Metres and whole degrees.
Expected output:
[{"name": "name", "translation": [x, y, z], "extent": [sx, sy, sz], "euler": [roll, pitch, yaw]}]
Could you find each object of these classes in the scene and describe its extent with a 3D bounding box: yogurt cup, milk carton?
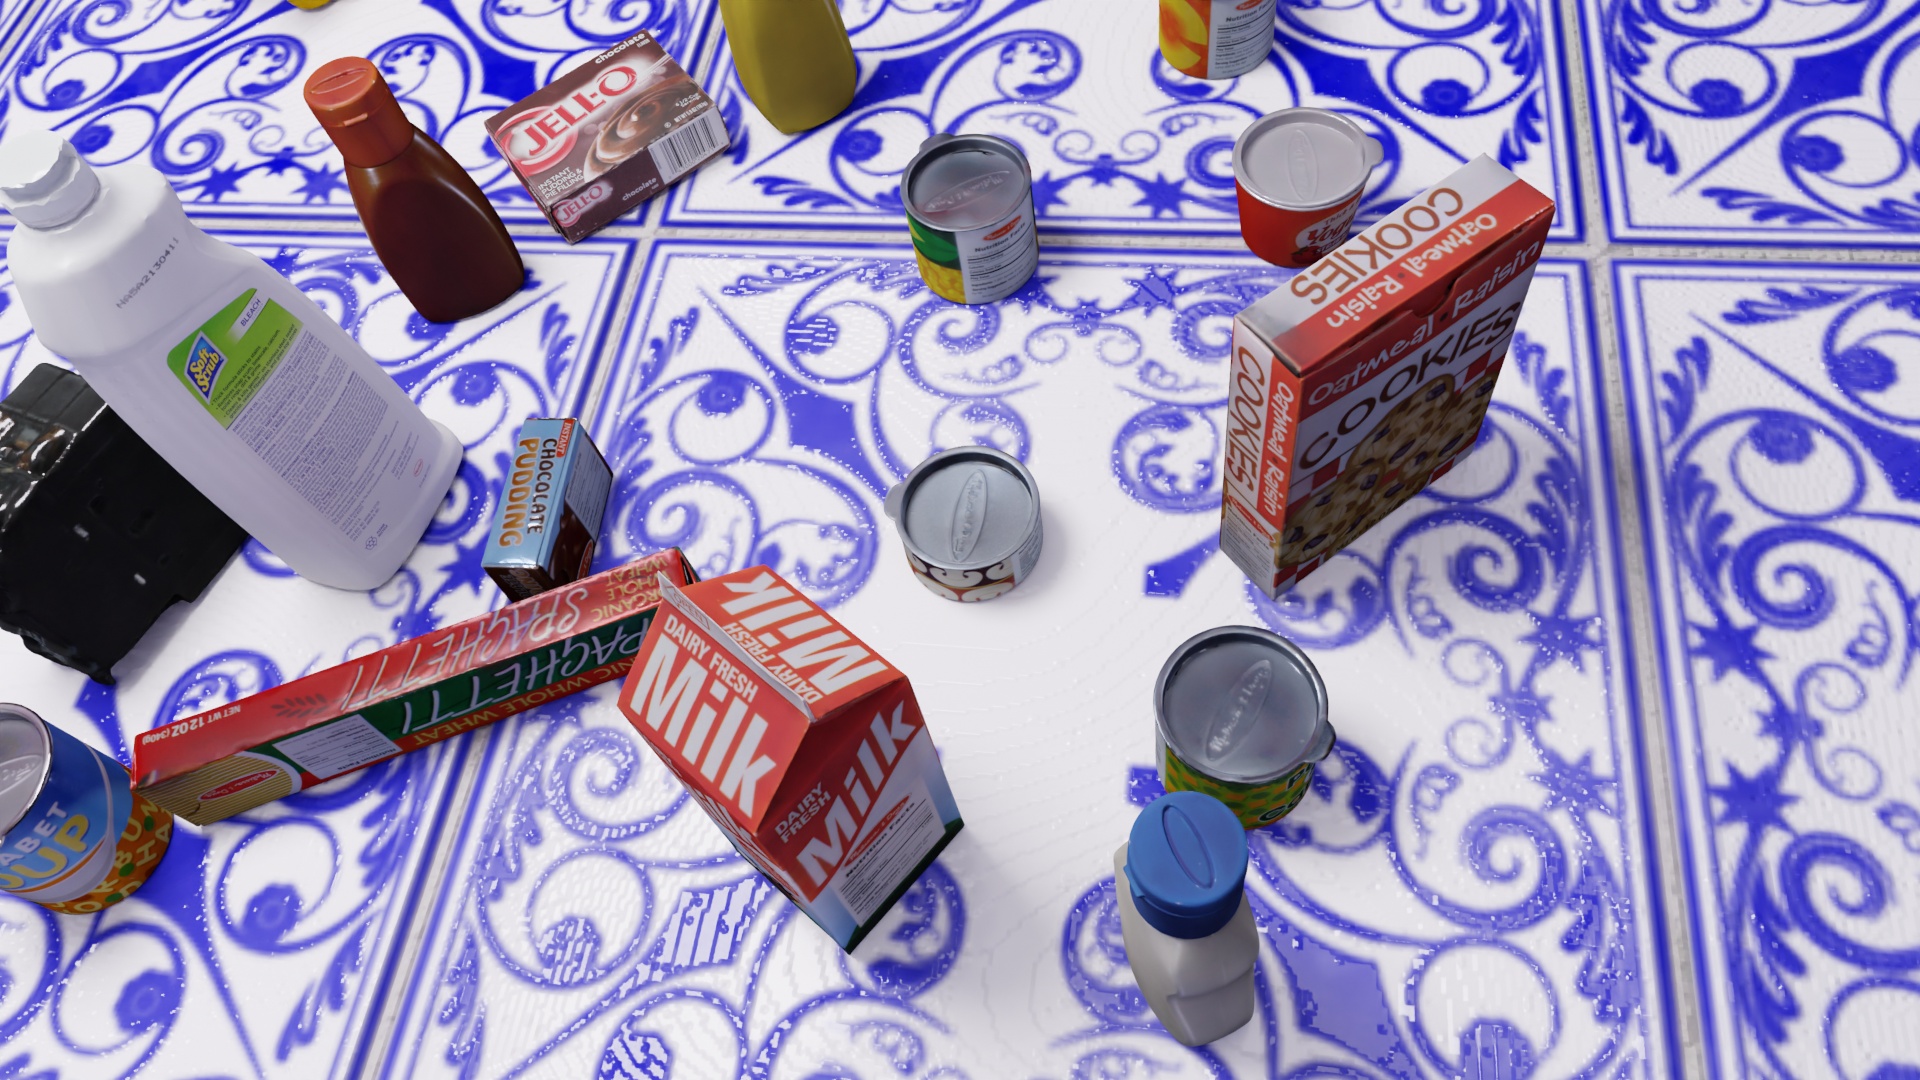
[{"name": "yogurt cup", "translation": [0.170, -0.175, 0.699], "extent": [0.072, 0.053, 0.073], "euler": [-4, 59, 6]}, {"name": "milk carton", "translation": [-0.059, 0.076, 0.502], "extent": [0.072, 0.189, 0.074], "euler": [36, 70, 25]}]

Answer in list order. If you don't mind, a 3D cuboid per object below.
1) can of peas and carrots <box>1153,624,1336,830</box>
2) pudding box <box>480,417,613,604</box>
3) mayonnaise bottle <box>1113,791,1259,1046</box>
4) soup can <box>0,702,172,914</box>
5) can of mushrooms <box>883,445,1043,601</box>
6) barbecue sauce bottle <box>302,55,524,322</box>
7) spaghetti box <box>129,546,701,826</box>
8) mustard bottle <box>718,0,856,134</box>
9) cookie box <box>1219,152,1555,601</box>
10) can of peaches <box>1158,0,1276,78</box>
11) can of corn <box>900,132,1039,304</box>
[{"name": "can of peas and carrots", "translation": [0.113, 0.077, 0.554], "extent": [0.071, 0.058, 0.071], "euler": [-4, 59, 6]}, {"name": "pudding box", "translation": [-0.193, -0.011, 0.655], "extent": [0.030, 0.049, 0.084], "euler": [0, 60, 8]}, {"name": "mayonnaise bottle", "translation": [0.078, 0.128, 0.476], "extent": [0.041, 0.147, 0.065], "euler": [-23, 59, -5]}, {"name": "soup can", "translation": [-0.388, 0.118, 0.586], "extent": [0.071, 0.083, 0.071], "euler": [-4, 59, 6]}, {"name": "can of mushrooms", "translation": [0.002, -0.008, 0.635], "extent": [0.071, 0.033, 0.071], "euler": [-4, 59, 6]}, {"name": "barbecue sauce bottle", "translation": [-0.280, -0.176, 0.708], "extent": [0.065, 0.148, 0.044], "euler": [-24, 59, -6]}, {"name": "spaghetti box", "translation": [-0.230, 0.065, 0.615], "extent": [0.250, 0.050, 0.029], "euler": [-20, 59, -4]}, {"name": "mustard bottle", "translation": [-0.100, -0.295, 0.747], "extent": [0.065, 0.159, 0.049], "euler": [-27, 60, -8]}, {"name": "cookie box", "translation": [0.167, -0.059, 0.564], "extent": [0.123, 0.166, 0.040], "euler": [-34, 61, -12]}, {"name": "can of peaches", "translation": [0.143, -0.304, 0.778], "extent": [0.071, 0.057, 0.071], "euler": [-4, 59, 6]}, {"name": "can of corn", "translation": [0.005, -0.166, 0.715], "extent": [0.071, 0.058, 0.071], "euler": [-4, 59, 6]}]
